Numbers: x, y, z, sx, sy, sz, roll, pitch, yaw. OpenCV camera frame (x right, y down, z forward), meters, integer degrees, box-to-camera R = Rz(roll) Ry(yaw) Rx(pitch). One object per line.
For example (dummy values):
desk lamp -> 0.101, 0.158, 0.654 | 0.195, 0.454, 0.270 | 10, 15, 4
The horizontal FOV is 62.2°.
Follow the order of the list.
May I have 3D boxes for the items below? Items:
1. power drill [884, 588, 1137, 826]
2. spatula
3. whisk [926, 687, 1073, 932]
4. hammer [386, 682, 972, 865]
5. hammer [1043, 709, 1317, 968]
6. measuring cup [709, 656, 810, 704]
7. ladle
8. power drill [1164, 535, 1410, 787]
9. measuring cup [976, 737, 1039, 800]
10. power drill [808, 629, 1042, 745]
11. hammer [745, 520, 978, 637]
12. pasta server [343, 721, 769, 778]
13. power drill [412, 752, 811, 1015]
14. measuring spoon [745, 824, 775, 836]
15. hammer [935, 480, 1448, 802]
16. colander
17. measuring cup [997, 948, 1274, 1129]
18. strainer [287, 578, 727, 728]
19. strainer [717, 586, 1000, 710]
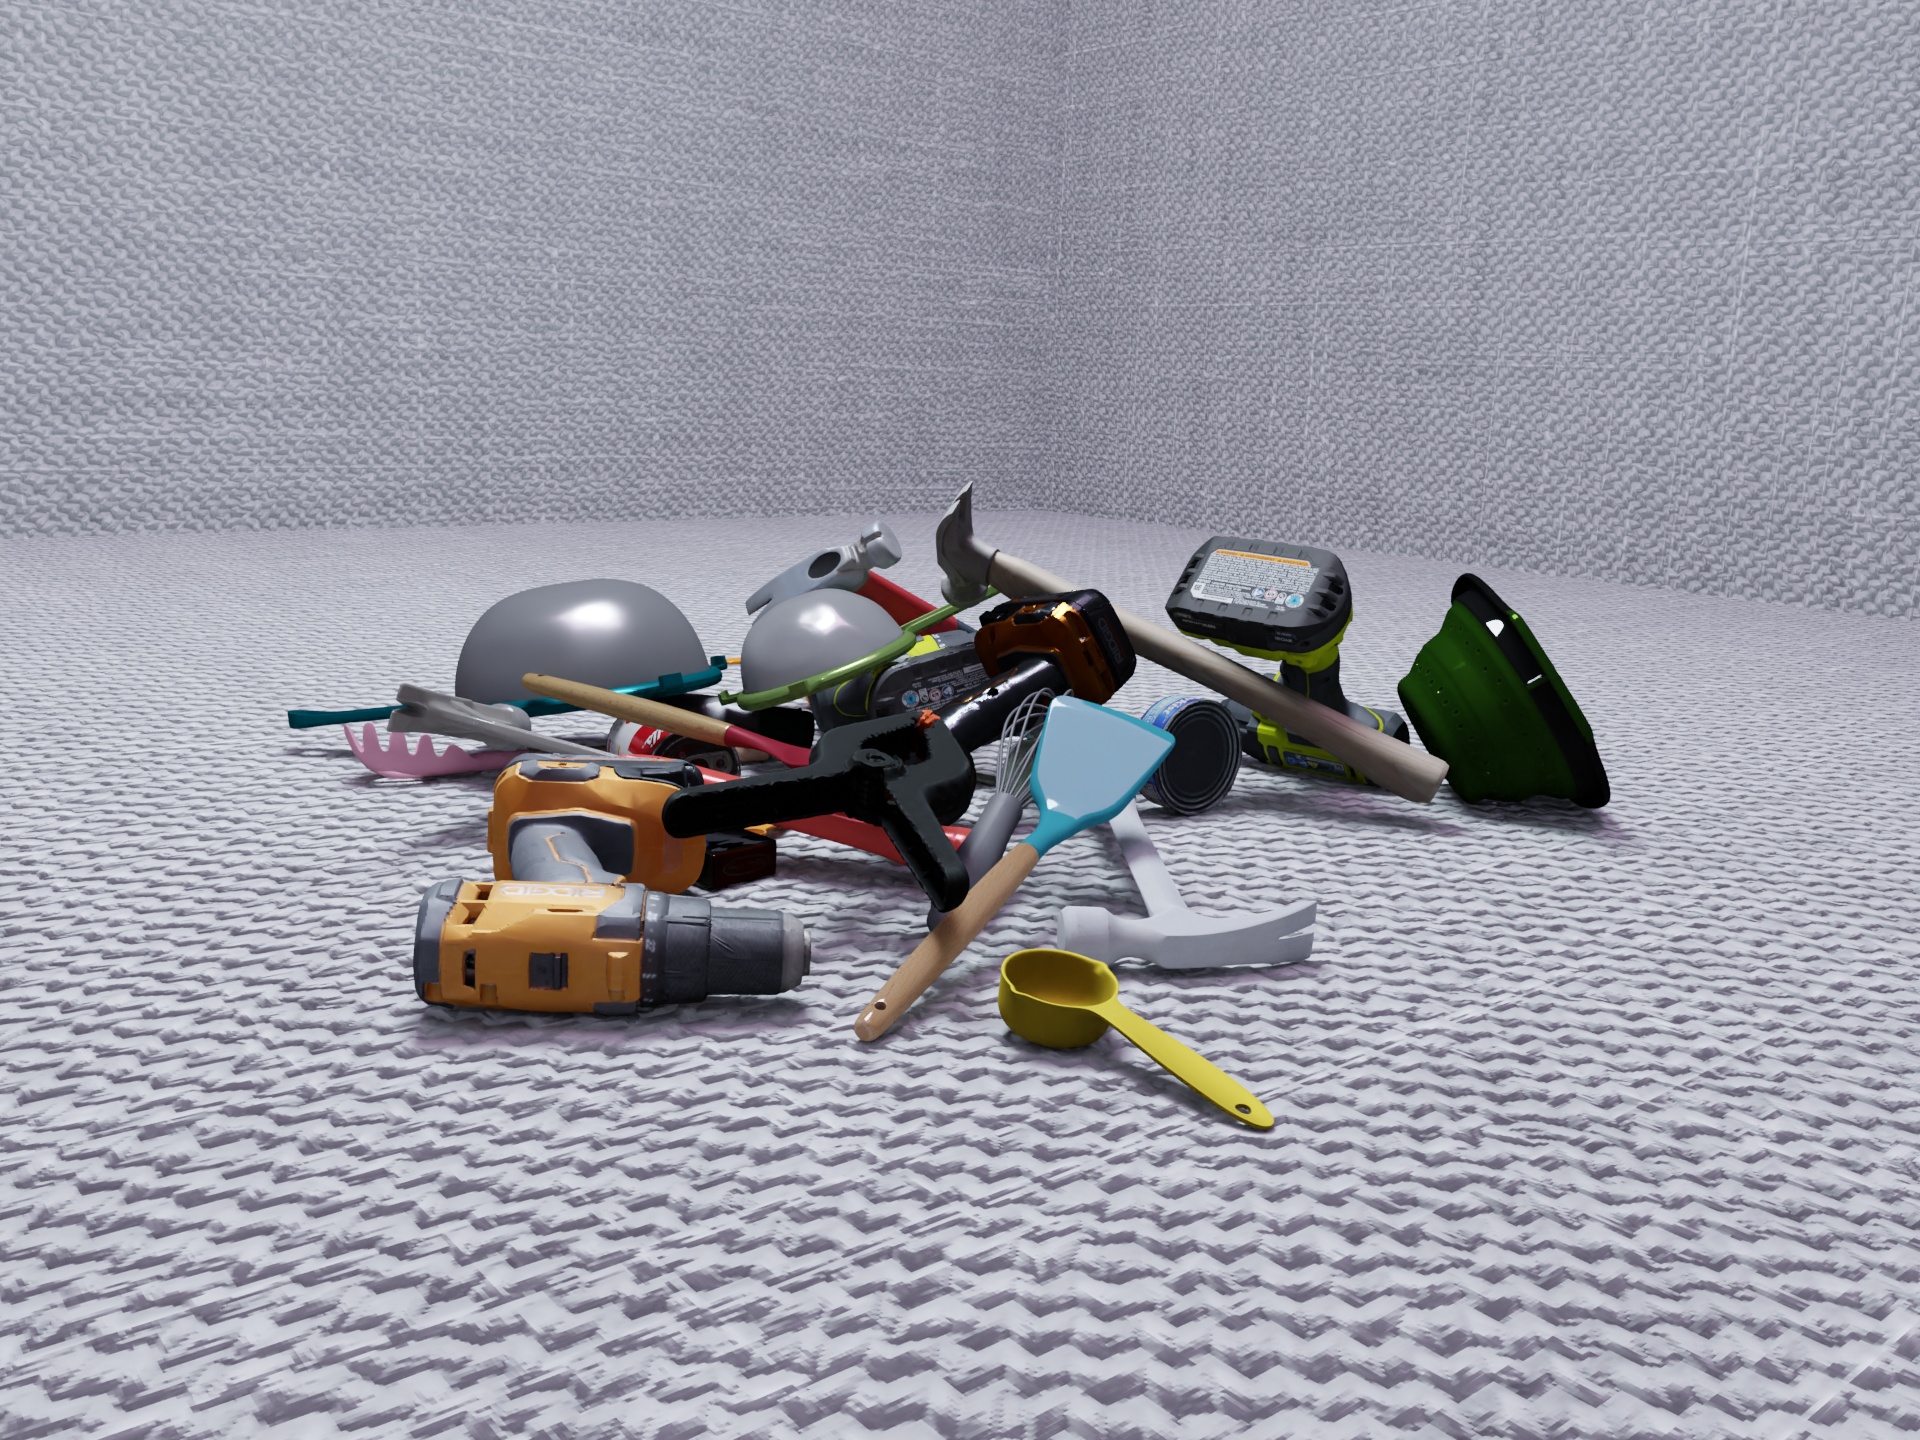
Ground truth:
power drill -> -0.002, -0.004, 1.123 | 0.226, 0.084, 0.164 | -38, 20, -30
spatula -> 0.025, 0.075, 0.864 | 0.082, 0.044, 0.317 | 21, 31, 19
whisk -> 0.029, 0.052, 0.967 | 0.055, 0.055, 0.239 | 7, 35, 19
hammer -> -0.168, 0.039, 0.995 | 0.359, 0.037, 0.149 | 15, -2, 11
hammer -> 0.108, 0.059, 1.027 | 0.144, 0.035, 0.406 | 2, 18, -6
measuring cup -> -0.145, -0.035, 1.478 | 0.173, 0.052, 0.095 | -2, 13, -12
ladle -> -0.173, 0.004, 1.049 | 0.315, 0.031, 0.069 | 13, 12, 29
power drill -> 0.247, -0.039, 1.246 | 0.171, 0.223, 0.080 | 13, 60, 34
measuring cup -> 0.029, 0.030, 1.230 | 0.167, 0.038, 0.083 | 9, 13, 19
power drill -> -0.016, -0.032, 1.316 | 0.190, 0.080, 0.228 | -17, 11, -13
hammer -> -0.035, -0.079, 1.453 | 0.143, 0.038, 0.386 | -27, -23, 20
pasta server -> -0.302, 0.021, 1.215 | 0.316, 0.040, 0.060 | -1, -5, -21
power drill -> -0.175, 0.087, 0.842 | 0.185, 0.084, 0.226 | 3, 16, -8
measuring spoon -> -0.125, 0.071, 1.089 | 0.021, 0.011, 0.117 | 4, 9, 14
hammer -> 0.166, -0.050, 1.175 | 0.411, 0.038, 0.146 | 27, -19, 11
colander -> 0.420, 0.003, 1.302 | 0.094, 0.204, 0.397 | -30, -10, 9
measuring cup -> 0.078, 0.152, 0.726 | 0.062, 0.029, 0.157 | -9, 28, -42
strainer -> -0.358, -0.053, 1.228 | 0.340, 0.095, 0.211 | -6, 6, 3
strainer -> -0.074, -0.086, 1.275 | 0.256, 0.069, 0.151 | -27, 12, -29
